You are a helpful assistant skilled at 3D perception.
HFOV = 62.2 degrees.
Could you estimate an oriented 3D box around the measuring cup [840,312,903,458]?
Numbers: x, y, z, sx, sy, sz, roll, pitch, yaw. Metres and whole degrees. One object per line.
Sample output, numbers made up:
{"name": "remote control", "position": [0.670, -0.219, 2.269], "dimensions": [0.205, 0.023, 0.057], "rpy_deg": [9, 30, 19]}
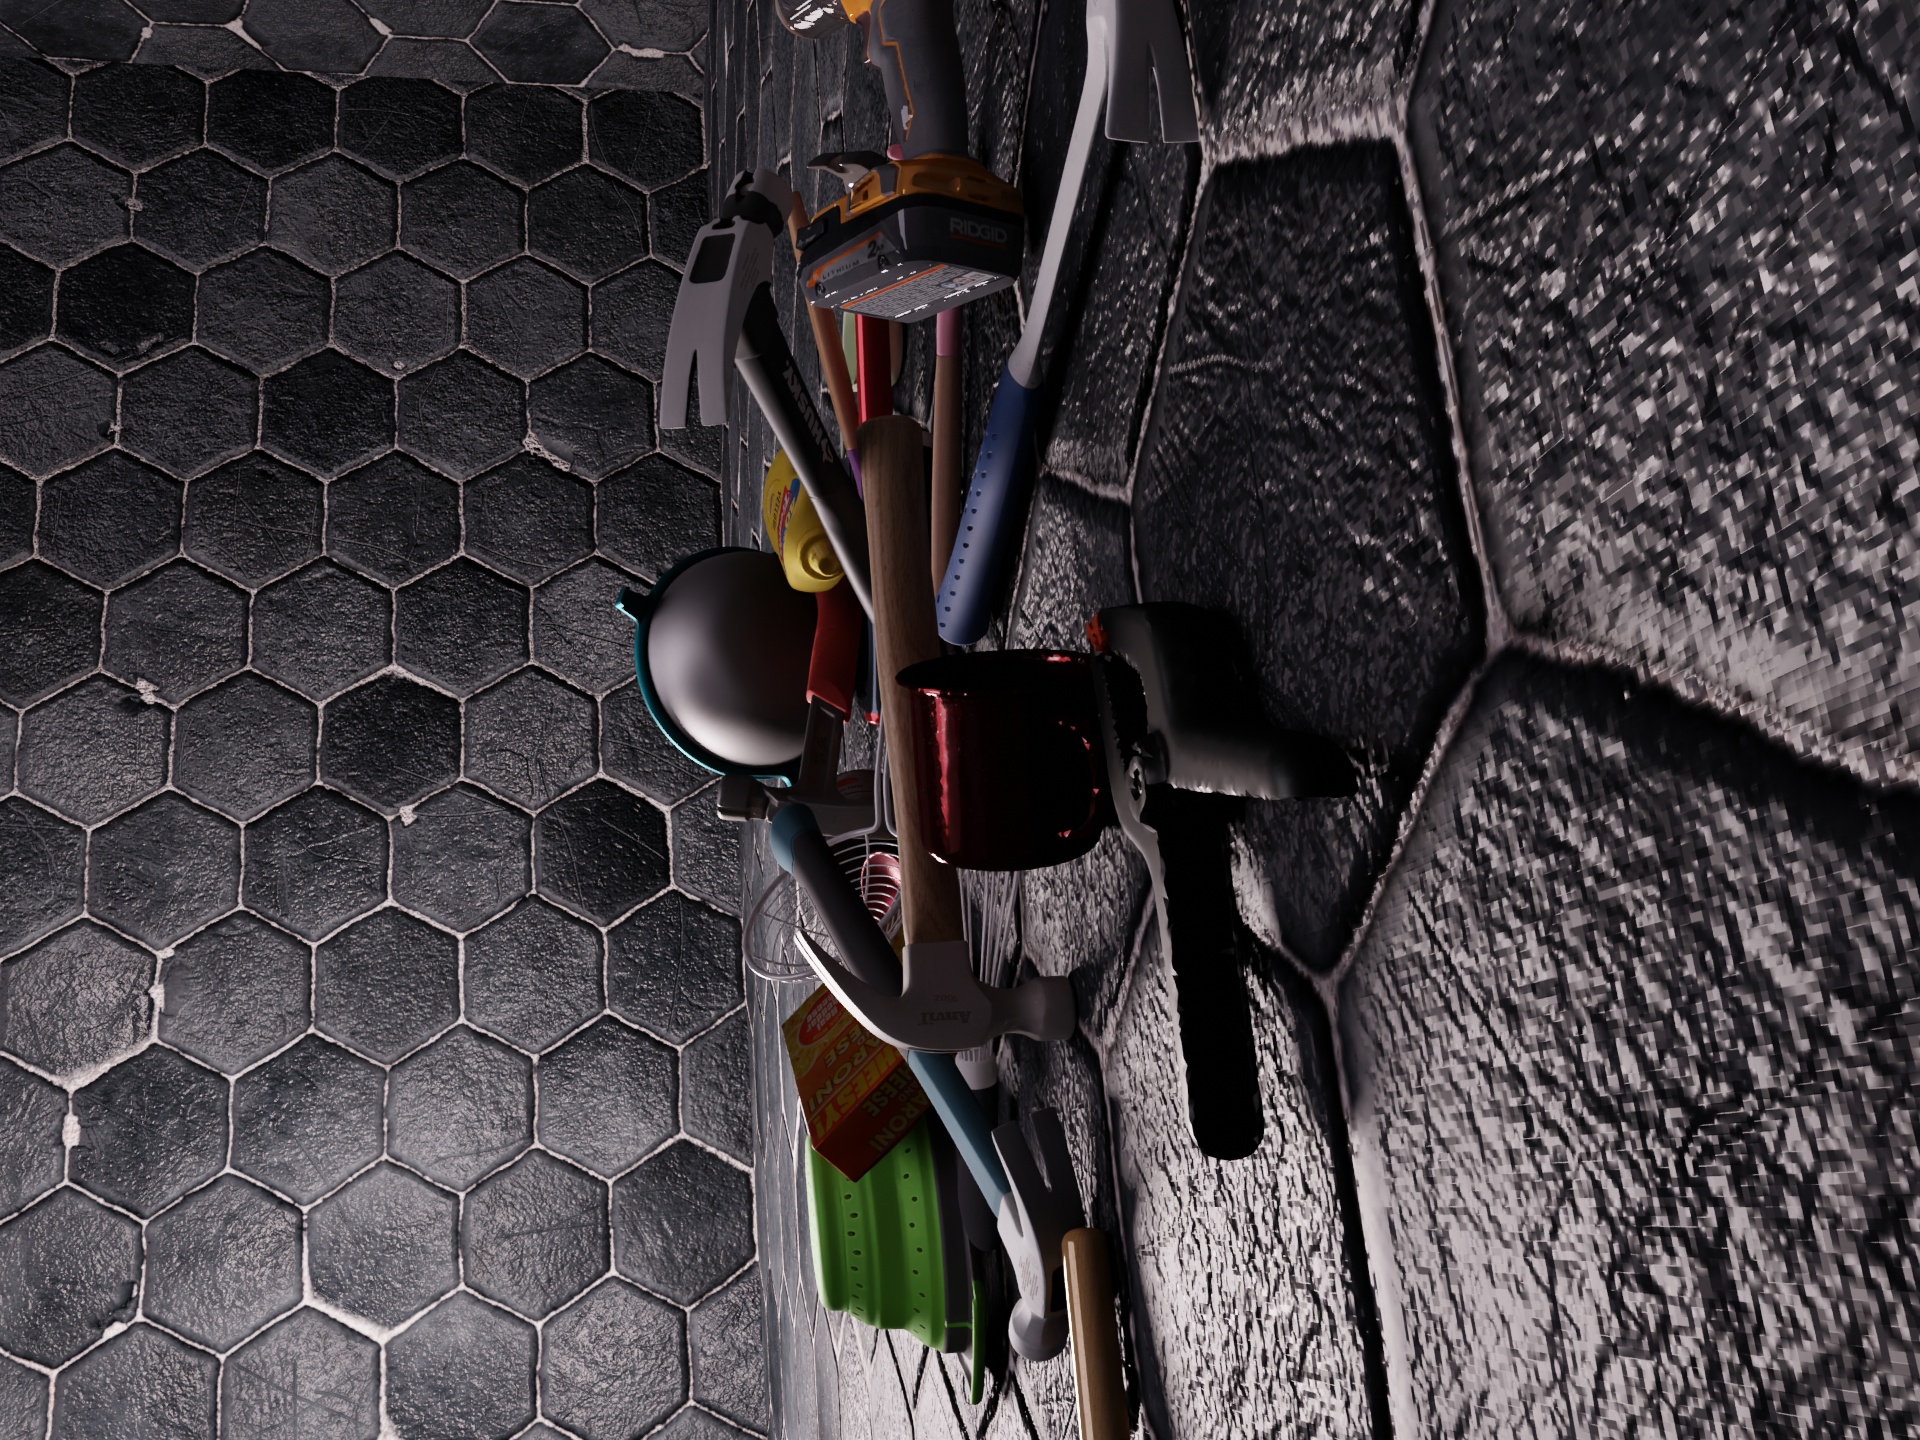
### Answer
{"name": "measuring cup", "position": [-0.070, -0.258, 1.215], "dimensions": [0.167, 0.038, 0.083], "rpy_deg": [104, 161, -57]}

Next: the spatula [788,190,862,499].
{"name": "spatula", "position": [-0.083, -0.225, 1.163], "dimensions": [0.060, 0.018, 0.315], "rpy_deg": [-139, 34, -74]}

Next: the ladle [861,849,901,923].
{"name": "ladle", "position": [-0.018, 0.093, 1.033], "dimensions": [0.069, 0.031, 0.315], "rpy_deg": [63, 161, 8]}

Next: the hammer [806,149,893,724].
{"name": "hammer", "position": [-0.061, -0.185, 1.089], "dimensions": [0.143, 0.038, 0.386], "rpy_deg": [-45, -46, -74]}

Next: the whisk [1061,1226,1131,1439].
{"name": "whisk", "position": [0.061, 0.339, 0.663], "dimensions": [0.047, 0.051, 0.245], "rpy_deg": [98, 169, -61]}

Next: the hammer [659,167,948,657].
{"name": "hammer", "position": [-0.069, -0.116, 0.865], "dimensions": [0.334, 0.035, 0.146], "rpy_deg": [64, -148, -50]}

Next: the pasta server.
{"name": "pasta server", "position": [-0.014, -0.191, 0.954], "dimensions": [0.060, 0.040, 0.316], "rpy_deg": [28, 122, 52]}

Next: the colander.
{"name": "colander", "position": [-0.062, 0.267, 1.077], "dimensions": [0.398, 0.094, 0.204], "rpy_deg": [-107, 15, -56]}

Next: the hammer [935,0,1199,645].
{"name": "hammer", "position": [0.032, -0.168, 0.744], "dimensions": [0.405, 0.035, 0.144], "rpy_deg": [105, 160, -54]}

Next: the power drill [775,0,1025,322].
{"name": "power drill", "position": [-0.041, -0.334, 0.848], "dimensions": [0.185, 0.084, 0.226], "rpy_deg": [-2, 89, 53]}

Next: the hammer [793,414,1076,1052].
{"name": "hammer", "position": [-0.026, -0.001, 0.801], "dimensions": [0.031, 0.130, 0.331], "rpy_deg": [122, 144, -69]}

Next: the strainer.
{"name": "strainer", "position": [-0.140, -0.001, 1.369], "dimensions": [0.095, 0.211, 0.340], "rpy_deg": [-23, 91, 54]}

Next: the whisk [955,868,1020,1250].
{"name": "whisk", "position": [0.006, 0.161, 0.877], "dimensions": [0.070, 0.070, 0.284], "rpy_deg": [-138, 43, -74]}

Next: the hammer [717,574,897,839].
{"name": "hammer", "position": [-0.090, -0.031, 1.223], "dimensions": [0.359, 0.149, 0.036], "rpy_deg": [-89, 4, -57]}

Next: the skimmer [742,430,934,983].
{"name": "skimmer", "position": [-0.067, -0.014, 1.020], "dimensions": [0.127, 0.090, 0.363], "rpy_deg": [2, 84, 46]}

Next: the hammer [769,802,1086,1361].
{"name": "hammer", "position": [-0.026, 0.165, 0.844], "dimensions": [0.331, 0.033, 0.128], "rpy_deg": [53, 149, 40]}
